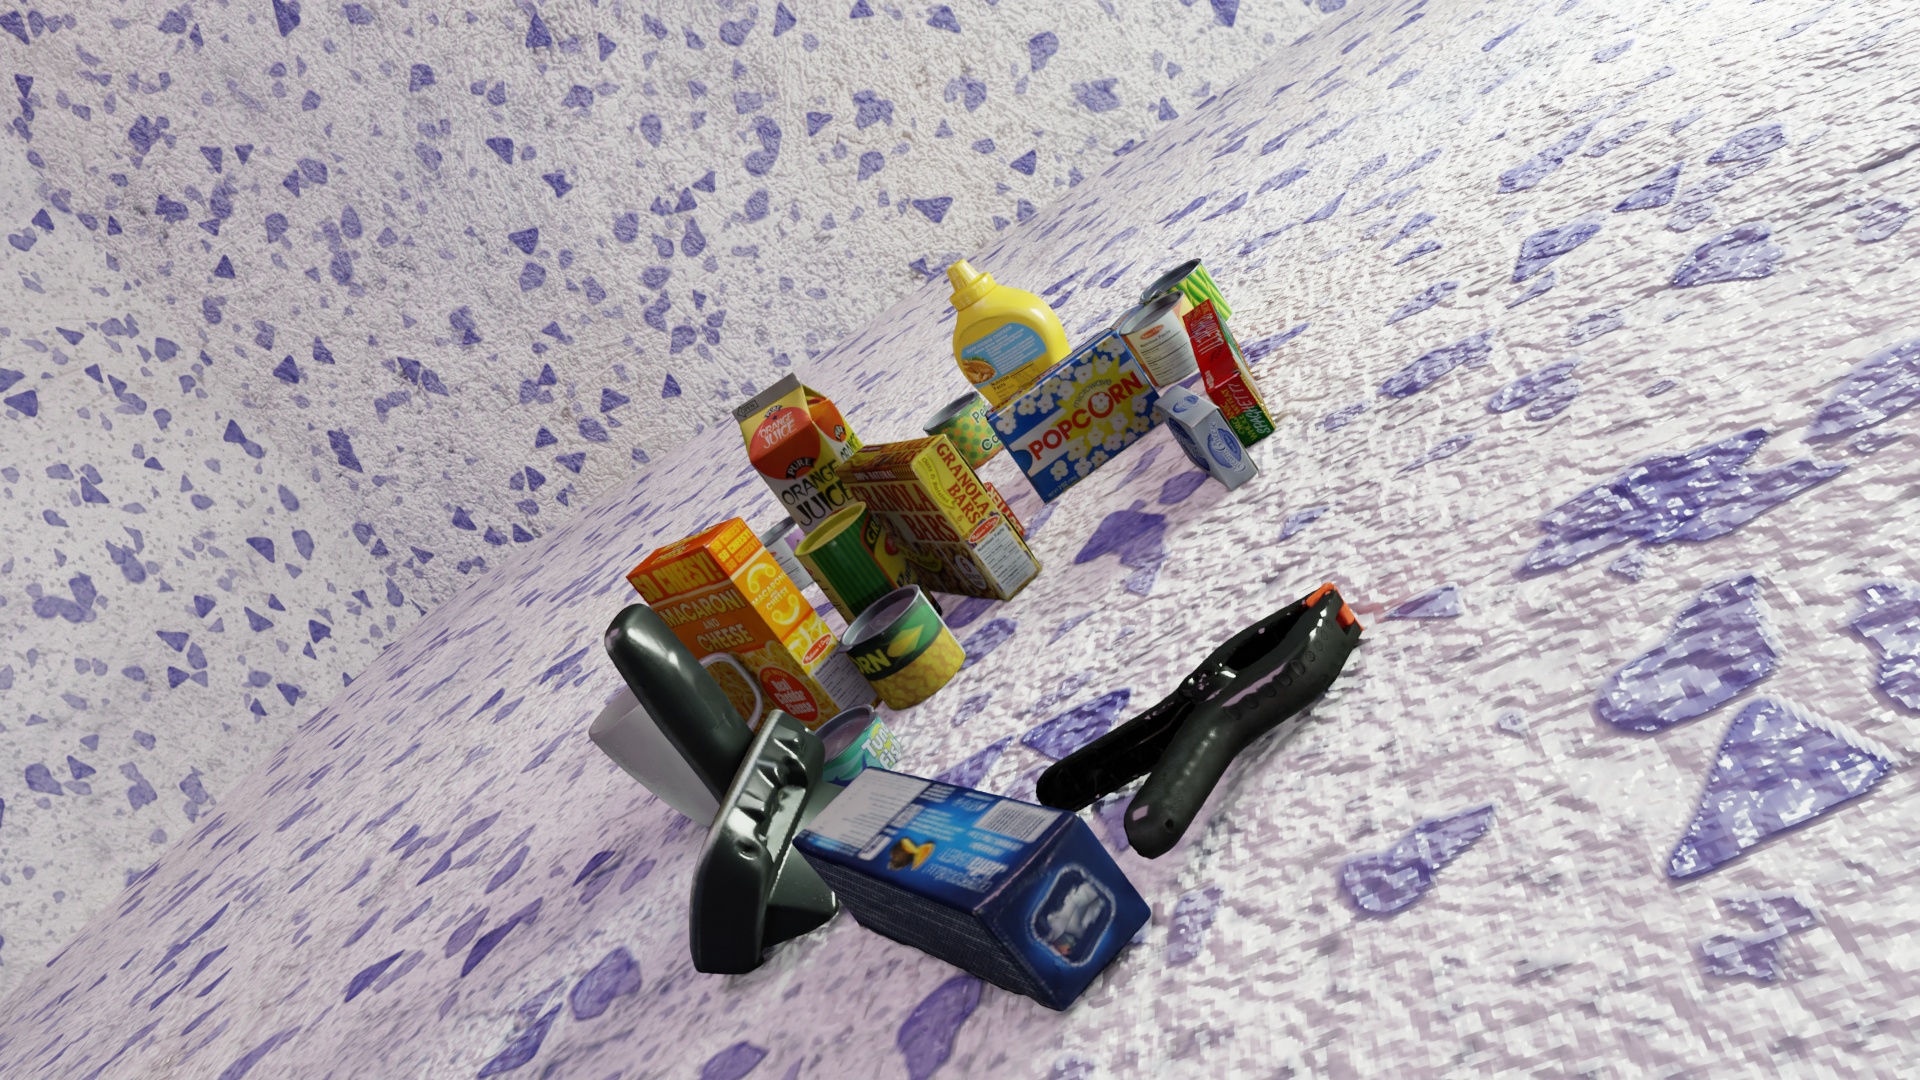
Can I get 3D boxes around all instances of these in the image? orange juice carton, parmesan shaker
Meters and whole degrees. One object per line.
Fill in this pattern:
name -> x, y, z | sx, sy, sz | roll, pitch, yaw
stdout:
orange juice carton -> -0.121, -0.057, 1.249 | 0.071, 0.192, 0.073 | -31, 16, 18
parmesan shaker -> -0.069, 0.030, 1.048 | 0.071, 0.103, 0.071 | -33, 15, 10

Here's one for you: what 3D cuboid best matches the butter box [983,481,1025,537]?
butter box -> 0.004, -0.014, 1.119 | 0.024, 0.053, 0.103 | -45, 17, -29

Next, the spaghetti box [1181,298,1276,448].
spaghetti box -> 0.201, -0.133, 1.056 | 0.028, 0.050, 0.251 | -32, 16, 16

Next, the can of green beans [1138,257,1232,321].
can of green beans -> 0.208, -0.217, 1.277 | 0.071, 0.057, 0.071 | -33, 15, 10

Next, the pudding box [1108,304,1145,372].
pudding box -> 0.153, -0.177, 1.289 | 0.084, 0.049, 0.030 | -46, 18, -33

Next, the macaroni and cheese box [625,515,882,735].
macaroni and cheese box -> -0.147, 0.068, 0.985 | 0.123, 0.166, 0.040 | -17, 24, 50

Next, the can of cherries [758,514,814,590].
can of cherries -> -0.168, 0.013, 1.398 | 0.071, 0.058, 0.072 | -33, 15, 10

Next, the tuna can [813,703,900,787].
tuna can -> -0.071, 0.135, 0.873 | 0.071, 0.032, 0.071 | -33, 15, 10

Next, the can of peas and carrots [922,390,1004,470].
can of peas and carrots -> 0.007, -0.107, 1.378 | 0.071, 0.058, 0.071 | -33, 15, 10

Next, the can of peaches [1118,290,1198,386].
can of peaches -> 0.182, -0.177, 1.212 | 0.071, 0.058, 0.071 | -33, 15, 10

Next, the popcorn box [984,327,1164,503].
popcorn box -> 0.095, -0.102, 1.126 | 0.126, 0.085, 0.038 | -35, 15, 2

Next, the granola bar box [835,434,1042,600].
granola bar box -> -0.020, -0.017, 1.045 | 0.039, 0.124, 0.165 | -41, 16, -18

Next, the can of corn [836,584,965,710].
can of corn -> -0.041, 0.074, 0.941 | 0.071, 0.058, 0.071 | -33, 15, 10

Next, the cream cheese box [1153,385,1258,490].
cream cheese box -> 0.165, -0.071, 0.942 | 0.024, 0.053, 0.104 | -35, 15, 3
